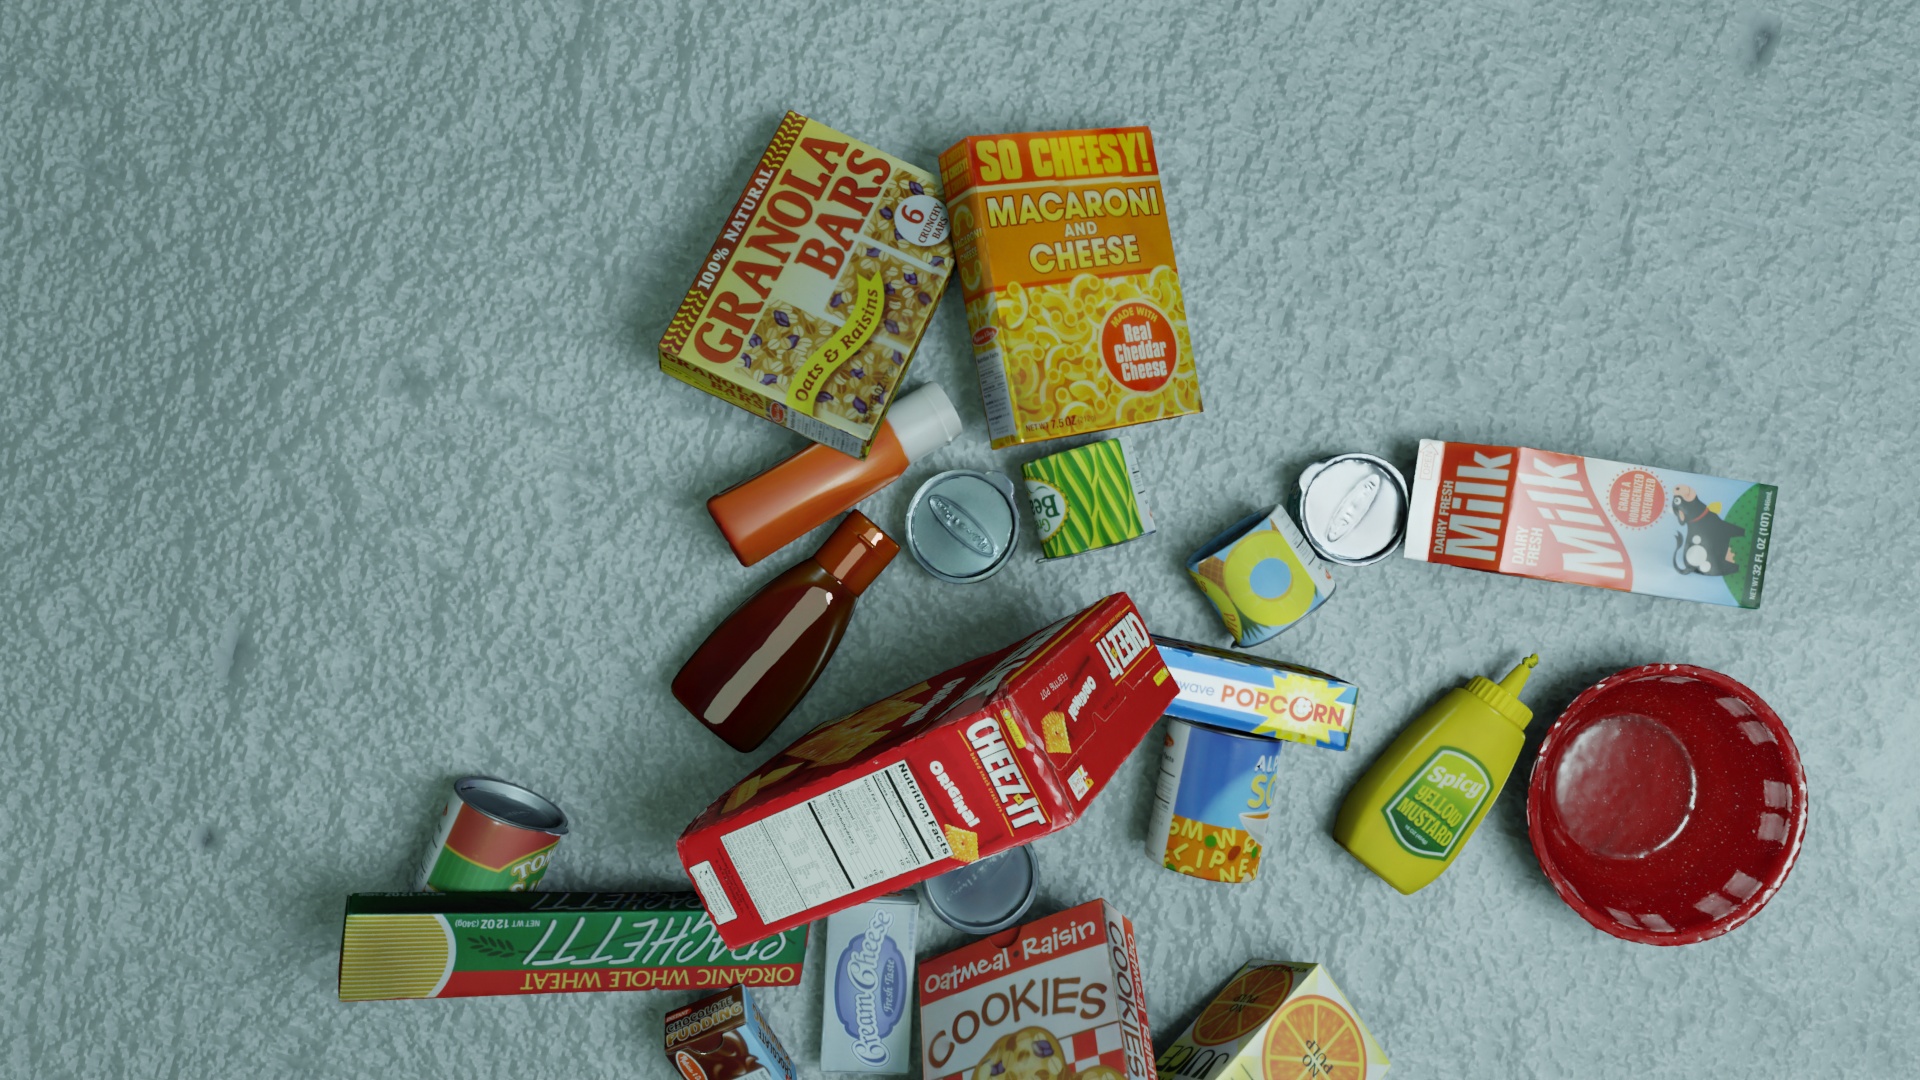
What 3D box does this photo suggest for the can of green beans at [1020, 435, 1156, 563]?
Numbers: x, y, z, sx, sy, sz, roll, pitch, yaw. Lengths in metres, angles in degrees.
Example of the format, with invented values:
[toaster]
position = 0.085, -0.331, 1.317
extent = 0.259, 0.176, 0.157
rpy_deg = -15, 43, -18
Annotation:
[can of green beans]
position = 0.072, -0.024, 0.792
extent = 0.071, 0.071, 0.058
rpy_deg = -15, 91, -1

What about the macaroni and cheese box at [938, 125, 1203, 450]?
[macaroni and cheese box]
position = 0.062, -0.143, 0.781
extent = 0.124, 0.040, 0.166
rpy_deg = -11, 91, -27

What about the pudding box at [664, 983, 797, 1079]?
[pudding box]
position = -0.129, 0.296, 0.791
extent = 0.050, 0.030, 0.083
rpy_deg = -22, 123, 0

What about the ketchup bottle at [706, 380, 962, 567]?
[ketchup bottle]
position = -0.070, -0.039, 0.792
extent = 0.149, 0.064, 0.043
rpy_deg = -31, 84, -9

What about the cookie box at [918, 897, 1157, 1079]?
[cookie box]
position = 0.041, 0.288, 0.735
extent = 0.122, 0.168, 0.040
rpy_deg = -25, 133, 20

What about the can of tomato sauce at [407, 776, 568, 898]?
[can of tomato sauce]
position = -0.269, 0.187, 0.787
extent = 0.071, 0.071, 0.083
rpy_deg = 24, 91, -2

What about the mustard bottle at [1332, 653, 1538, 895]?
[mustard bottle]
position = 0.286, 0.128, 0.808
extent = 0.065, 0.049, 0.160
rpy_deg = 37, 90, -3

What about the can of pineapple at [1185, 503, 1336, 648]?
[can of pineapple]
position = 0.170, 0.021, 0.795
extent = 0.071, 0.071, 0.058
rpy_deg = -35, 92, 0

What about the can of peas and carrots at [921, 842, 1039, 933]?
[can of peas and carrots]
position = 0.008, 0.183, 0.797
extent = 0.071, 0.059, 0.071
rpy_deg = 0, 91, -1

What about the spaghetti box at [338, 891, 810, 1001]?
[spaghetti box]
position = -0.205, 0.221, 0.765
extent = 0.250, 0.029, 0.050
rpy_deg = 5, 100, -21

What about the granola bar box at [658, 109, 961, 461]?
[granola bar box]
position = -0.076, -0.143, 0.774
extent = 0.124, 0.039, 0.166
rpy_deg = 24, 70, -1

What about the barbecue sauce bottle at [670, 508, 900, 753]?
[barbecue sauce bottle]
position = -0.096, 0.048, 0.800
extent = 0.065, 0.043, 0.148
rpy_deg = 41, 89, -2

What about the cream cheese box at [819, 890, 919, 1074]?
[cream cheese box]
position = -0.053, 0.258, 0.814
extent = 0.053, 0.024, 0.103
rpy_deg = 3, 91, -1

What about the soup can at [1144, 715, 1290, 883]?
[soup can]
position = 0.148, 0.146, 0.796
extent = 0.071, 0.071, 0.083
rpy_deg = 10, 92, -2

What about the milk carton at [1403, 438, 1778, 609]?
[milk carton]
position = 0.351, -0.011, 0.794
extent = 0.191, 0.073, 0.072
rpy_deg = 8, 91, -3

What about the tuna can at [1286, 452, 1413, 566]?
[tuna can]
position = 0.225, -0.020, 0.812
extent = 0.071, 0.033, 0.071
rpy_deg = 0, 91, -2

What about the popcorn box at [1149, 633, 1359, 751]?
[popcorn box]
position = 0.150, 0.083, 0.786
extent = 0.127, 0.085, 0.038
rpy_deg = 12, 90, -1

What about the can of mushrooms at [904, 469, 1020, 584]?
[can of mushrooms]
position = 0.003, -0.010, 0.807
extent = 0.071, 0.033, 0.071
rpy_deg = 0, 91, -1

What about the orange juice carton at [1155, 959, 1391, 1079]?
[orange juice carton]
position = 0.139, 0.322, 0.759
extent = 0.193, 0.071, 0.073
rpy_deg = -37, 92, -27
